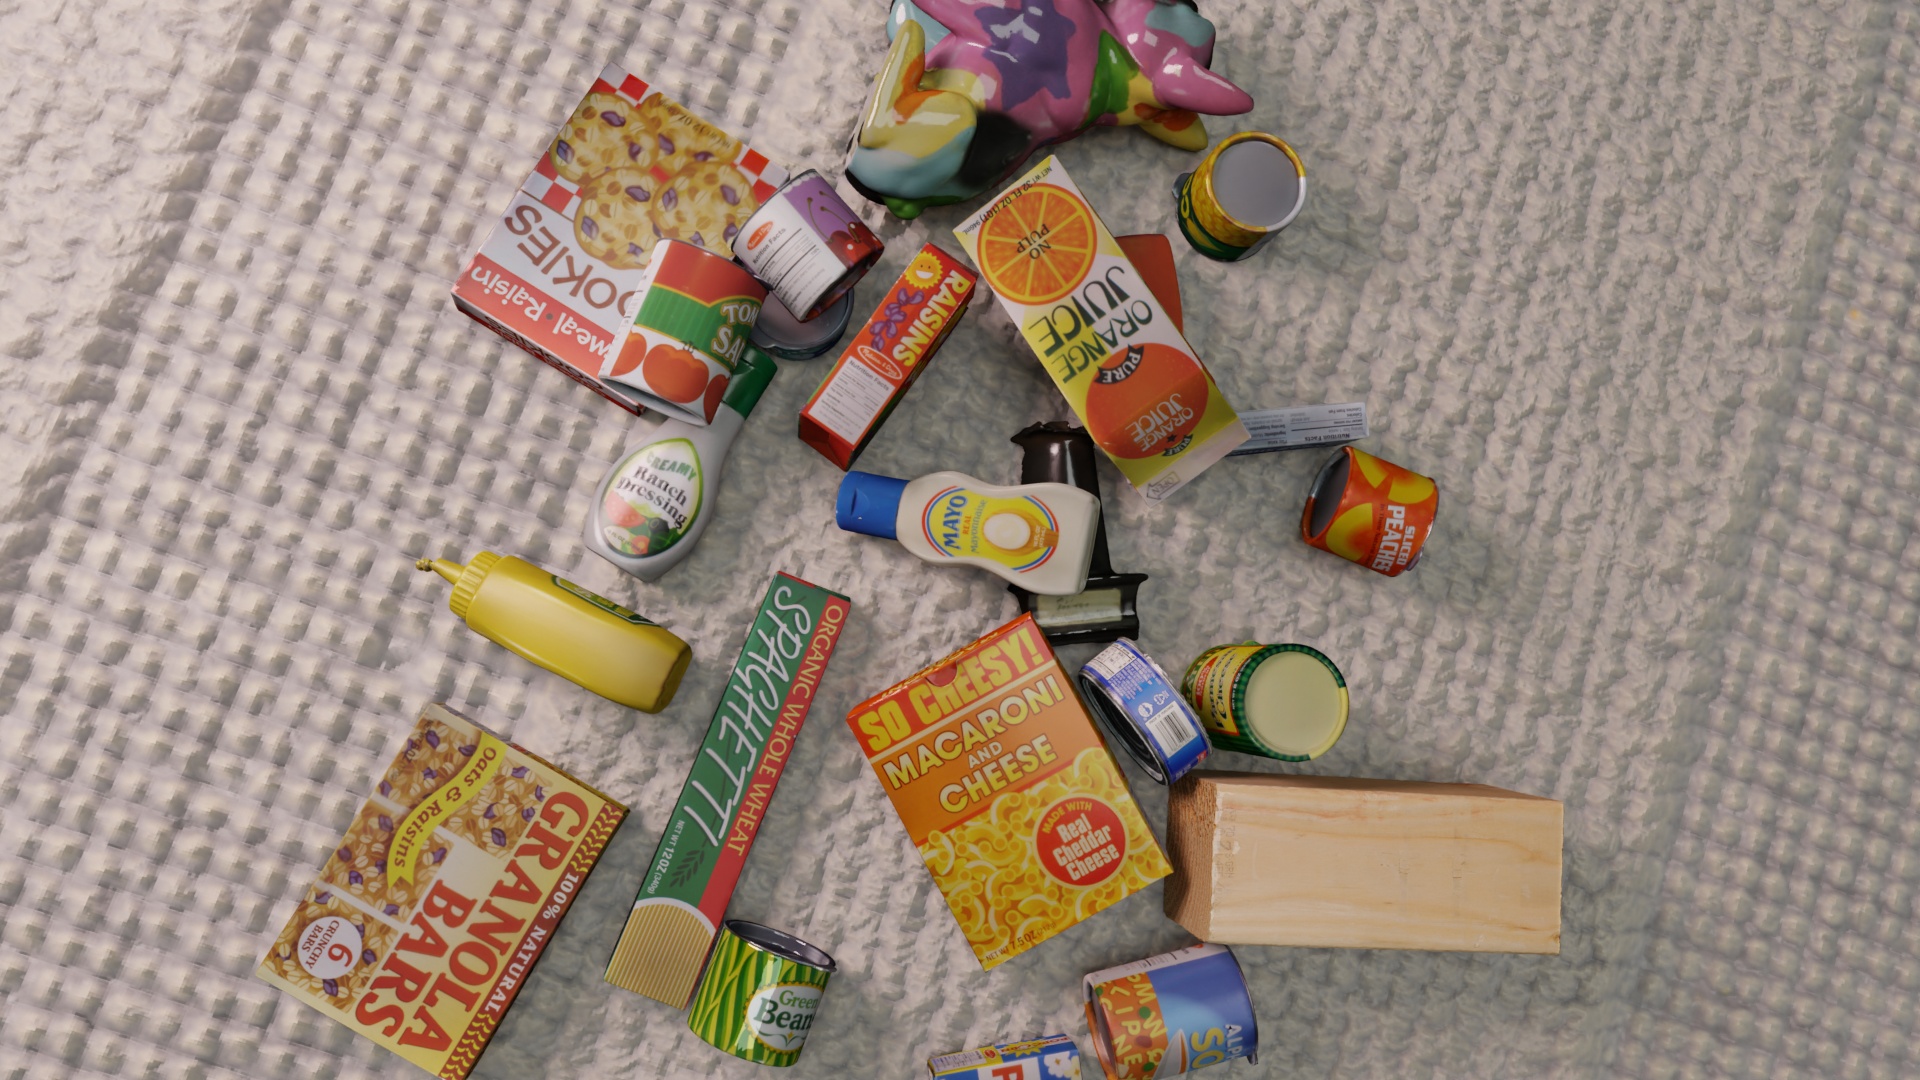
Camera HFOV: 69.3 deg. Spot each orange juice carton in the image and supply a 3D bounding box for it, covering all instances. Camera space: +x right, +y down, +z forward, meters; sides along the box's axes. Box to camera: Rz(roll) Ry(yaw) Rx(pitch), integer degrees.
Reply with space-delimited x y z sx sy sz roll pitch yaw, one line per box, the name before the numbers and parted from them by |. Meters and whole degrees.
orange juice carton | 0.083 -0.117 0.793 0.071 0.073 0.193 -35 80 13

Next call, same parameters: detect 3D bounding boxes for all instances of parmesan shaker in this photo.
parmesan shaker | 0.176 0.090 0.809 0.071 0.103 0.071 1 84 -8

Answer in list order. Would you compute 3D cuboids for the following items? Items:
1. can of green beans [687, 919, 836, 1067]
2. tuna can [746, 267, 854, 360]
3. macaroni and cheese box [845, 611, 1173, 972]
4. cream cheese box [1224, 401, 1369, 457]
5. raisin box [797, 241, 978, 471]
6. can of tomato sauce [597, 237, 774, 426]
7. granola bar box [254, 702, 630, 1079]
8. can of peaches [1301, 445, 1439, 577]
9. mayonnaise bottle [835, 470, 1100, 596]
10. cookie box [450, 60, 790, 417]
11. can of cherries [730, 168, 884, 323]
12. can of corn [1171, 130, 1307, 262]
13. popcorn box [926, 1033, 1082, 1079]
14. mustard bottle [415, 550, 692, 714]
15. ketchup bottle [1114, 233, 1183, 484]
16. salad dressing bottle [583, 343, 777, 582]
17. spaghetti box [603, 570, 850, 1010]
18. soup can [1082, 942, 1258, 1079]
can of green beans | -0.110 0.250 0.768 0.071 0.071 0.058 22 82 -6
tuna can | -0.099 -0.140 0.826 0.071 0.033 0.071 1 84 -8
macaroni and cheese box | 0.028 0.143 0.800 0.124 0.040 0.166 -29 89 3
cream cheese box | 0.191 -0.067 0.853 0.104 0.053 0.024 -6 87 -9
raisin box | -0.043 -0.104 0.805 0.040 0.086 0.123 35 81 -2
can of tomato sauce | -0.149 -0.112 0.759 0.071 0.071 0.083 23 83 -6
granola bar box | -0.279 0.190 0.762 0.124 0.039 0.166 31 80 -4
can of peaches | 0.249 -0.017 0.848 0.058 0.071 0.071 21 82 -5
mayonnaise bottle | 0.003 -0.010 0.804 0.148 0.041 0.064 11 93 12
cookie box | -0.196 -0.175 0.812 0.123 0.040 0.168 31 80 -5
can of cherries | -0.084 -0.165 0.782 0.071 0.071 0.058 -44 92 -10
can of corn | 0.172 -0.214 0.862 0.071 0.058 0.071 1 84 -9
popcorn box | 0.032 0.355 0.793 0.085 0.038 0.126 -7 85 -10
mustard bottle | -0.230 0.044 0.774 0.160 0.065 0.049 26 86 -1
ketchup bottle | 0.108 -0.110 0.849 0.065 0.043 0.149 -8 86 -5
salad dressing bottle | -0.159 -0.049 0.802 0.064 0.044 0.148 31 80 -2
spaghetti box | -0.131 0.139 0.795 0.050 0.028 0.250 23 82 -6
soup can | 0.120 0.275 0.799 0.084 0.071 0.071 -12 86 -9
